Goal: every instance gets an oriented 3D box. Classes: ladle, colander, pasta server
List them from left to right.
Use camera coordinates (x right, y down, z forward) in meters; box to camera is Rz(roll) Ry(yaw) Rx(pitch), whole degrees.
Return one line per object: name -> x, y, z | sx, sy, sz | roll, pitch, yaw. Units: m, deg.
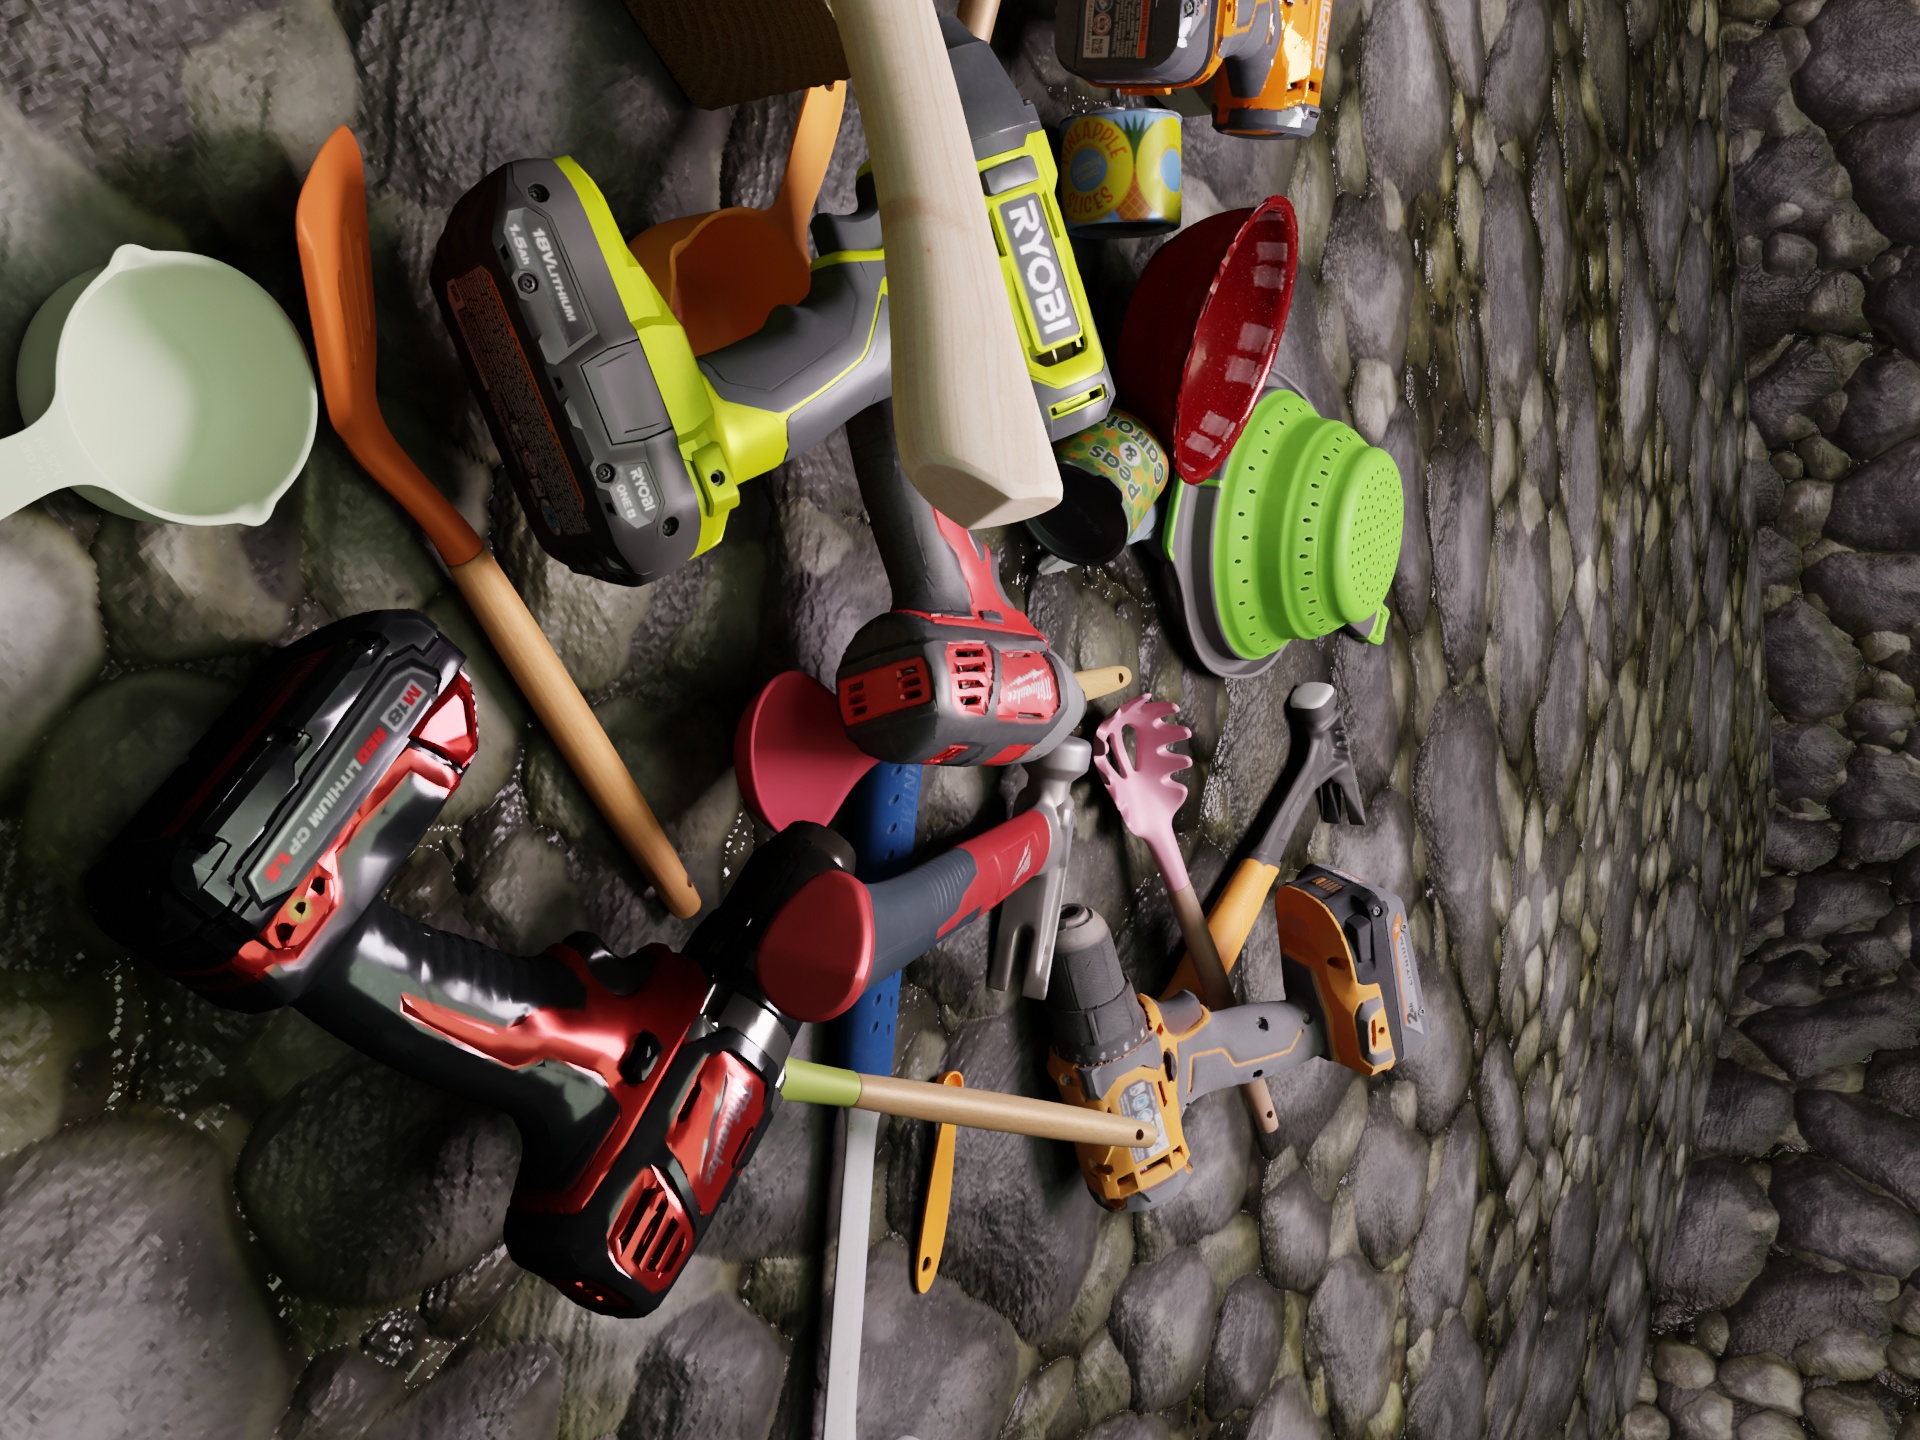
ladle -> -0.020, 0.168, 0.698 | 0.320, 0.062, 0.078 | 19, 79, -36
ladle -> -0.001, -0.002, 0.740 | 0.315, 0.031, 0.069 | -14, 100, -54
pasta server -> 0.146, 0.126, 0.973 | 0.060, 0.040, 0.316 | -29, 109, -20
colander -> 0.265, -0.107, 1.091 | 0.396, 0.094, 0.204 | 20, 82, -57

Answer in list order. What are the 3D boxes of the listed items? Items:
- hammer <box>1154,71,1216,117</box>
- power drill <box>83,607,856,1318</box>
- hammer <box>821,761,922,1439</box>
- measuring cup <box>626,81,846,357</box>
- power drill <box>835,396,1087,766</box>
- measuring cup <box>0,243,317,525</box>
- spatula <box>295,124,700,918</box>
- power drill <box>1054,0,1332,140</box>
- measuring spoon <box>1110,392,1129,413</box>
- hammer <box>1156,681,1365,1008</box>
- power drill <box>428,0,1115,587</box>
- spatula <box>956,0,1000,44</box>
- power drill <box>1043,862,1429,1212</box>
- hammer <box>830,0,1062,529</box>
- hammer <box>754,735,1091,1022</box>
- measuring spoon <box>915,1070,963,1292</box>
hammer -> 0.101, -0.501, 0.890 | 0.130, 0.031, 0.331 | -56, 135, -36
power drill -> -0.136, 0.063, 0.526 | 0.226, 0.080, 0.188 | 48, 53, -29
hammer -> -0.049, 0.189, 0.745 | 0.144, 0.035, 0.405 | 5, 90, -55
measuring cup -> -0.089, -0.192, 0.636 | 0.095, 0.052, 0.174 | 36, 63, -49
power drill -> -0.003, -0.087, 0.692 | 0.143, 0.078, 0.220 | 4, 74, -54
measuring cup -> -0.254, -0.071, 0.428 | 0.167, 0.038, 0.083 | -44, 128, -41
spatula -> -0.155, -0.042, 0.563 | 0.081, 0.041, 0.322 | -102, 171, -52
power drill -> 0.138, -0.405, 0.847 | 0.226, 0.084, 0.164 | -20, 118, -55
measuring spoon -> 0.096, -0.185, 0.934 | 0.128, 0.021, 0.042 | -29, 114, -40
hammer -> 0.199, 0.119, 1.092 | 0.337, 0.034, 0.127 | -50, 130, -40
power drill -> -0.058, -0.154, 0.559 | 0.223, 0.080, 0.171 | -28, 108, -28
spatula -> 0.032, -0.402, 0.727 | 0.082, 0.044, 0.317 | 1, 109, -45
power drill -> 0.152, 0.160, 0.929 | 0.226, 0.084, 0.185 | -23, 109, -18
hammer -> -0.026, -0.264, 0.534 | 0.146, 0.038, 0.411 | -10, 81, -32
hammer -> -0.003, 0.086, 0.679 | 0.386, 0.038, 0.143 | -11, 110, -75
measuring spoon -> -0.014, 0.239, 0.825 | 0.021, 0.011, 0.117 | 6, 92, -55
